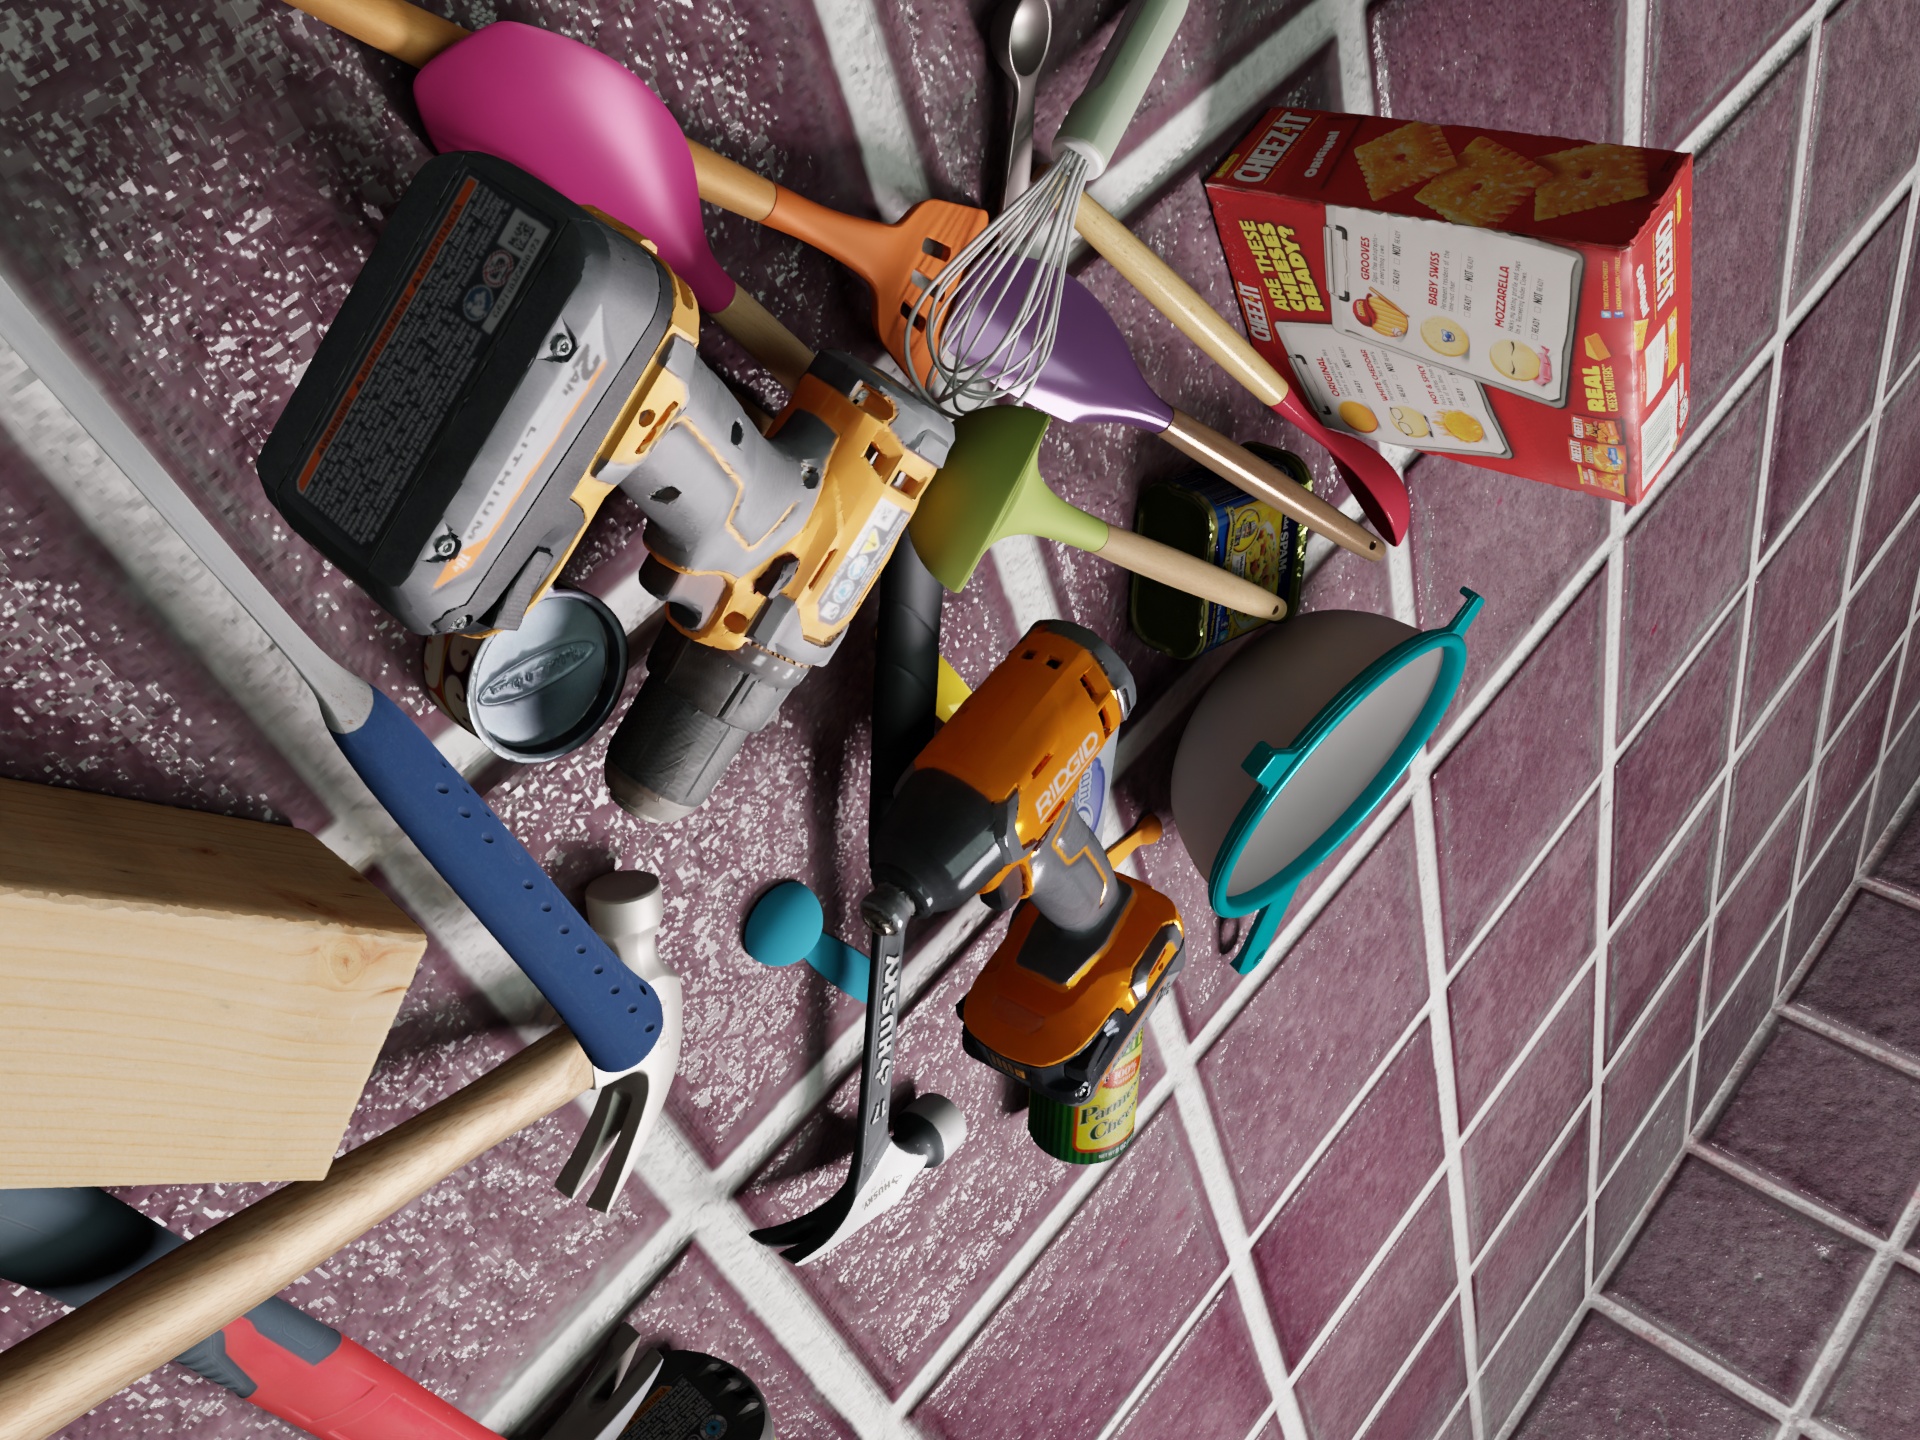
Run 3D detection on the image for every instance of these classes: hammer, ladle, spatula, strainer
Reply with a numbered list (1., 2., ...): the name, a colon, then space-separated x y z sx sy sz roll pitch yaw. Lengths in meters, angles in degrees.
1. hammer: -0.249 0.235 0.615 0.143 0.038 0.385 -48 140 -21
2. ladle: 0.083 -0.073 0.721 0.320 0.062 0.078 12 111 -53
3. spatula: 0.115 -0.139 0.774 0.315 0.018 0.060 22 91 -39
4. spatula: -0.094 -0.192 0.560 0.322 0.041 0.081 11 103 -47
5. hammer: -0.036 0.080 0.748 0.149 0.036 0.408 -31 133 -49
6. hammer: -0.185 -0.007 0.463 0.035 0.144 0.405 -29 136 -5
7. ladle: 0.140 -0.175 0.787 0.315 0.069 0.031 30 112 -38
8. hammer: -0.223 0.175 0.563 0.331 0.031 0.130 -29 123 -48
9. strainer: 0.187 0.046 0.986 0.211 0.095 0.340 -34 153 -26

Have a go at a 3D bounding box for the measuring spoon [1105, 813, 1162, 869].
1. measuring spoon: 0.082 0.093 0.938 0.117 0.011 0.021 -38 136 -29

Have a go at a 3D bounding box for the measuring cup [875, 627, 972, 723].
1. measuring cup: -0.001 -0.002 0.782 0.062 0.029 0.156 -50 129 -9

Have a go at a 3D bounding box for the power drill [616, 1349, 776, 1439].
1. power drill: -0.151 0.450 0.825 0.190 0.080 0.228 -38 138 -30

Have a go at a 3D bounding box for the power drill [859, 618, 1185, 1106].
1. power drill: 0.030 0.084 0.748 0.164 0.084 0.226 -49 142 -28

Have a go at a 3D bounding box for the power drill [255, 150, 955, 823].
1. power drill: -0.106 -0.055 0.510 0.185 0.084 0.226 -57 155 7

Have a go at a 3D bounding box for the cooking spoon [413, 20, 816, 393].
1. cooking spoon: -0.075 -0.145 0.593 0.069 0.017 0.318 -24 152 19

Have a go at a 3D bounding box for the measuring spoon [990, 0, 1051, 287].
1. measuring spoon: 0.019 -0.242 0.670 0.034 0.018 0.124 -41 146 -46

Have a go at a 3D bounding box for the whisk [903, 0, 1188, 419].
1. whisk: 0.044 -0.229 0.663 0.059 0.058 0.246 32 73 -18

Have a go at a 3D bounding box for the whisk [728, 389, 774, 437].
1. whisk: -0.103 -0.117 0.578 0.244 0.051 0.047 29 54 -57

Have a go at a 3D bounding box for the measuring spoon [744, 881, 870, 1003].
1. measuring spoon: -0.060 0.118 0.778 0.042 0.021 0.128 -56 141 -10
